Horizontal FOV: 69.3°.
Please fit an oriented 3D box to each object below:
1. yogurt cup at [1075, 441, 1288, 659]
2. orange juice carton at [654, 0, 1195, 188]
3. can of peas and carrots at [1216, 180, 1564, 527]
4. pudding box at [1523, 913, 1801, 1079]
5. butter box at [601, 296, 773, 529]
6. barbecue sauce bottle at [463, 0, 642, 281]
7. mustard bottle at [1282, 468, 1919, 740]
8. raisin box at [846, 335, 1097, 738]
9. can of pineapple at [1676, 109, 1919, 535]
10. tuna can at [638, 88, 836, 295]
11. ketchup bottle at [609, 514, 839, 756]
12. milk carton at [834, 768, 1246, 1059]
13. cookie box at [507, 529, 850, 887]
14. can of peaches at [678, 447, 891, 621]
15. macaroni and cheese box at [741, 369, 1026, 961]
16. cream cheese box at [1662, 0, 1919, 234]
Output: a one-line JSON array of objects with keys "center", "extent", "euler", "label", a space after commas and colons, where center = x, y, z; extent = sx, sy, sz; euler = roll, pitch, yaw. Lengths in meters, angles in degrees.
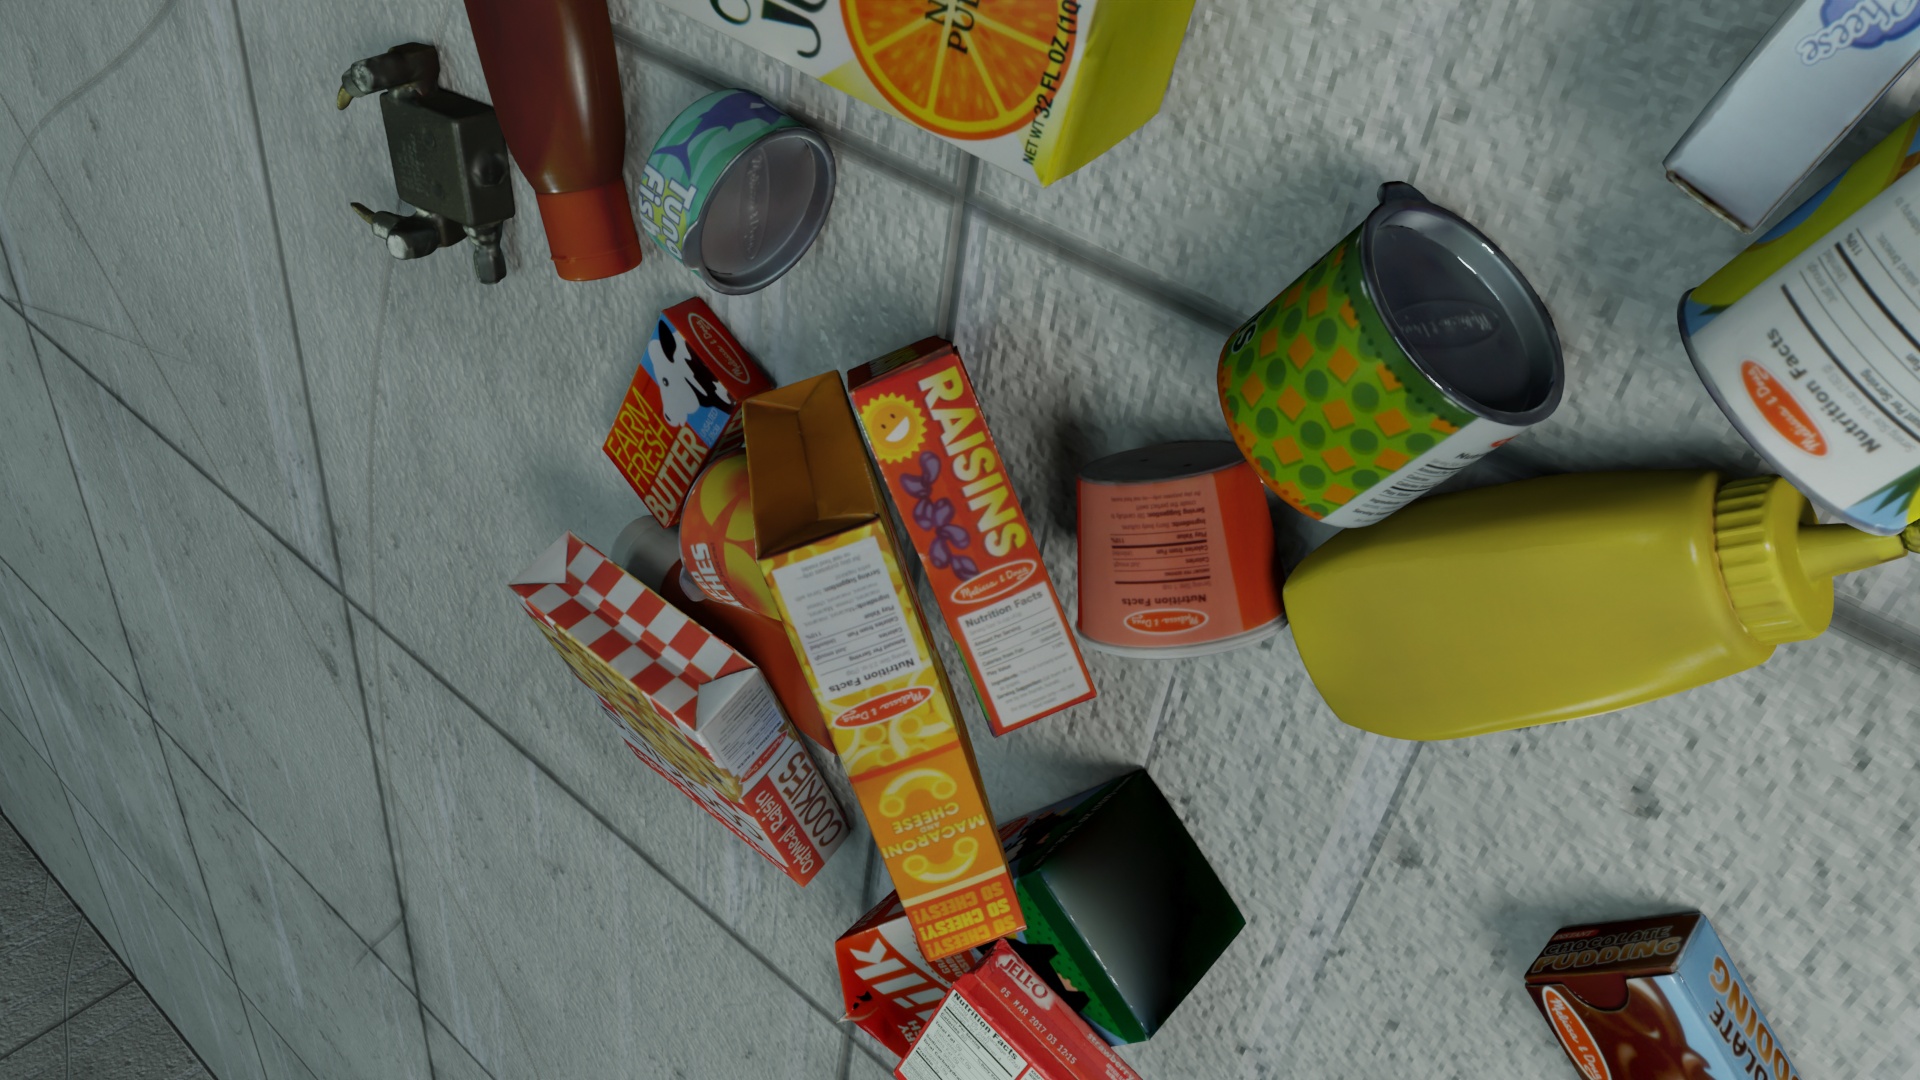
[{"center": [0.067, 0.001, 0.432], "extent": [0.072, 0.073, 0.053], "euler": [4, 109, 43], "label": "yogurt cup"}, {"center": [-0.032, -0.178, 0.386], "extent": [0.193, 0.073, 0.071], "euler": [30, 133, 15], "label": "orange juice carton"}, {"center": [0.108, -0.046, 0.360], "extent": [0.071, 0.071, 0.058], "euler": [53, 139, 5], "label": "can of peas and carrots"}, {"center": [0.212, 0.154, 0.409], "extent": [0.049, 0.030, 0.083], "euler": [-30, 91, 50], "label": "pudding box"}, {"center": [-0.122, -0.054, 0.610], "extent": [0.053, 0.024, 0.103], "euler": [50, 138, 9], "label": "butter box"}, {"center": [-0.162, -0.180, 0.557], "extent": [0.065, 0.044, 0.147], "euler": [15, 124, 38], "label": "barbecue sauce bottle"}, {"center": [0.163, 0.013, 0.356], "extent": [0.160, 0.049, 0.065], "euler": [-15, 104, 47], "label": "mustard bottle"}, {"center": [0.002, -0.006, 0.475], "extent": [0.086, 0.040, 0.123], "euler": [-111, -2, -79], "label": "raisin box"}, {"center": [0.193, -0.044, 0.279], "extent": [0.071, 0.071, 0.057], "euler": [50, 134, 9], "label": "can of pineapple"}, {"center": [-0.081, -0.122, 0.492], "extent": [0.033, 0.071, 0.070], "euler": [39, 135, 22], "label": "tuna can"}, {"center": [-0.098, 0.036, 0.626], "extent": [0.149, 0.044, 0.064], "euler": [30, 140, 29], "label": "ketchup bottle"}, {"center": [0.016, 0.165, 0.573], "extent": [0.073, 0.073, 0.189], "euler": [56, 139, 1], "label": "milk carton"}, {"center": [-0.122, 0.081, 0.635], "extent": [0.123, 0.040, 0.166], "euler": [31, 156, 28], "label": "cookie box"}, {"center": [-0.070, 0.001, 0.558], "extent": [0.058, 0.071, 0.071], "euler": [13, 123, 37], "label": "can of peaches"}, {"center": [-0.028, 0.041, 0.479], "extent": [0.124, 0.040, 0.165], "euler": [-111, 2, -61], "label": "macaroni and cheese box"}, {"center": [0.181, -0.110, 0.259], "extent": [0.024, 0.053, 0.103], "euler": [42, 137, 14], "label": "cream cheese box"}]
